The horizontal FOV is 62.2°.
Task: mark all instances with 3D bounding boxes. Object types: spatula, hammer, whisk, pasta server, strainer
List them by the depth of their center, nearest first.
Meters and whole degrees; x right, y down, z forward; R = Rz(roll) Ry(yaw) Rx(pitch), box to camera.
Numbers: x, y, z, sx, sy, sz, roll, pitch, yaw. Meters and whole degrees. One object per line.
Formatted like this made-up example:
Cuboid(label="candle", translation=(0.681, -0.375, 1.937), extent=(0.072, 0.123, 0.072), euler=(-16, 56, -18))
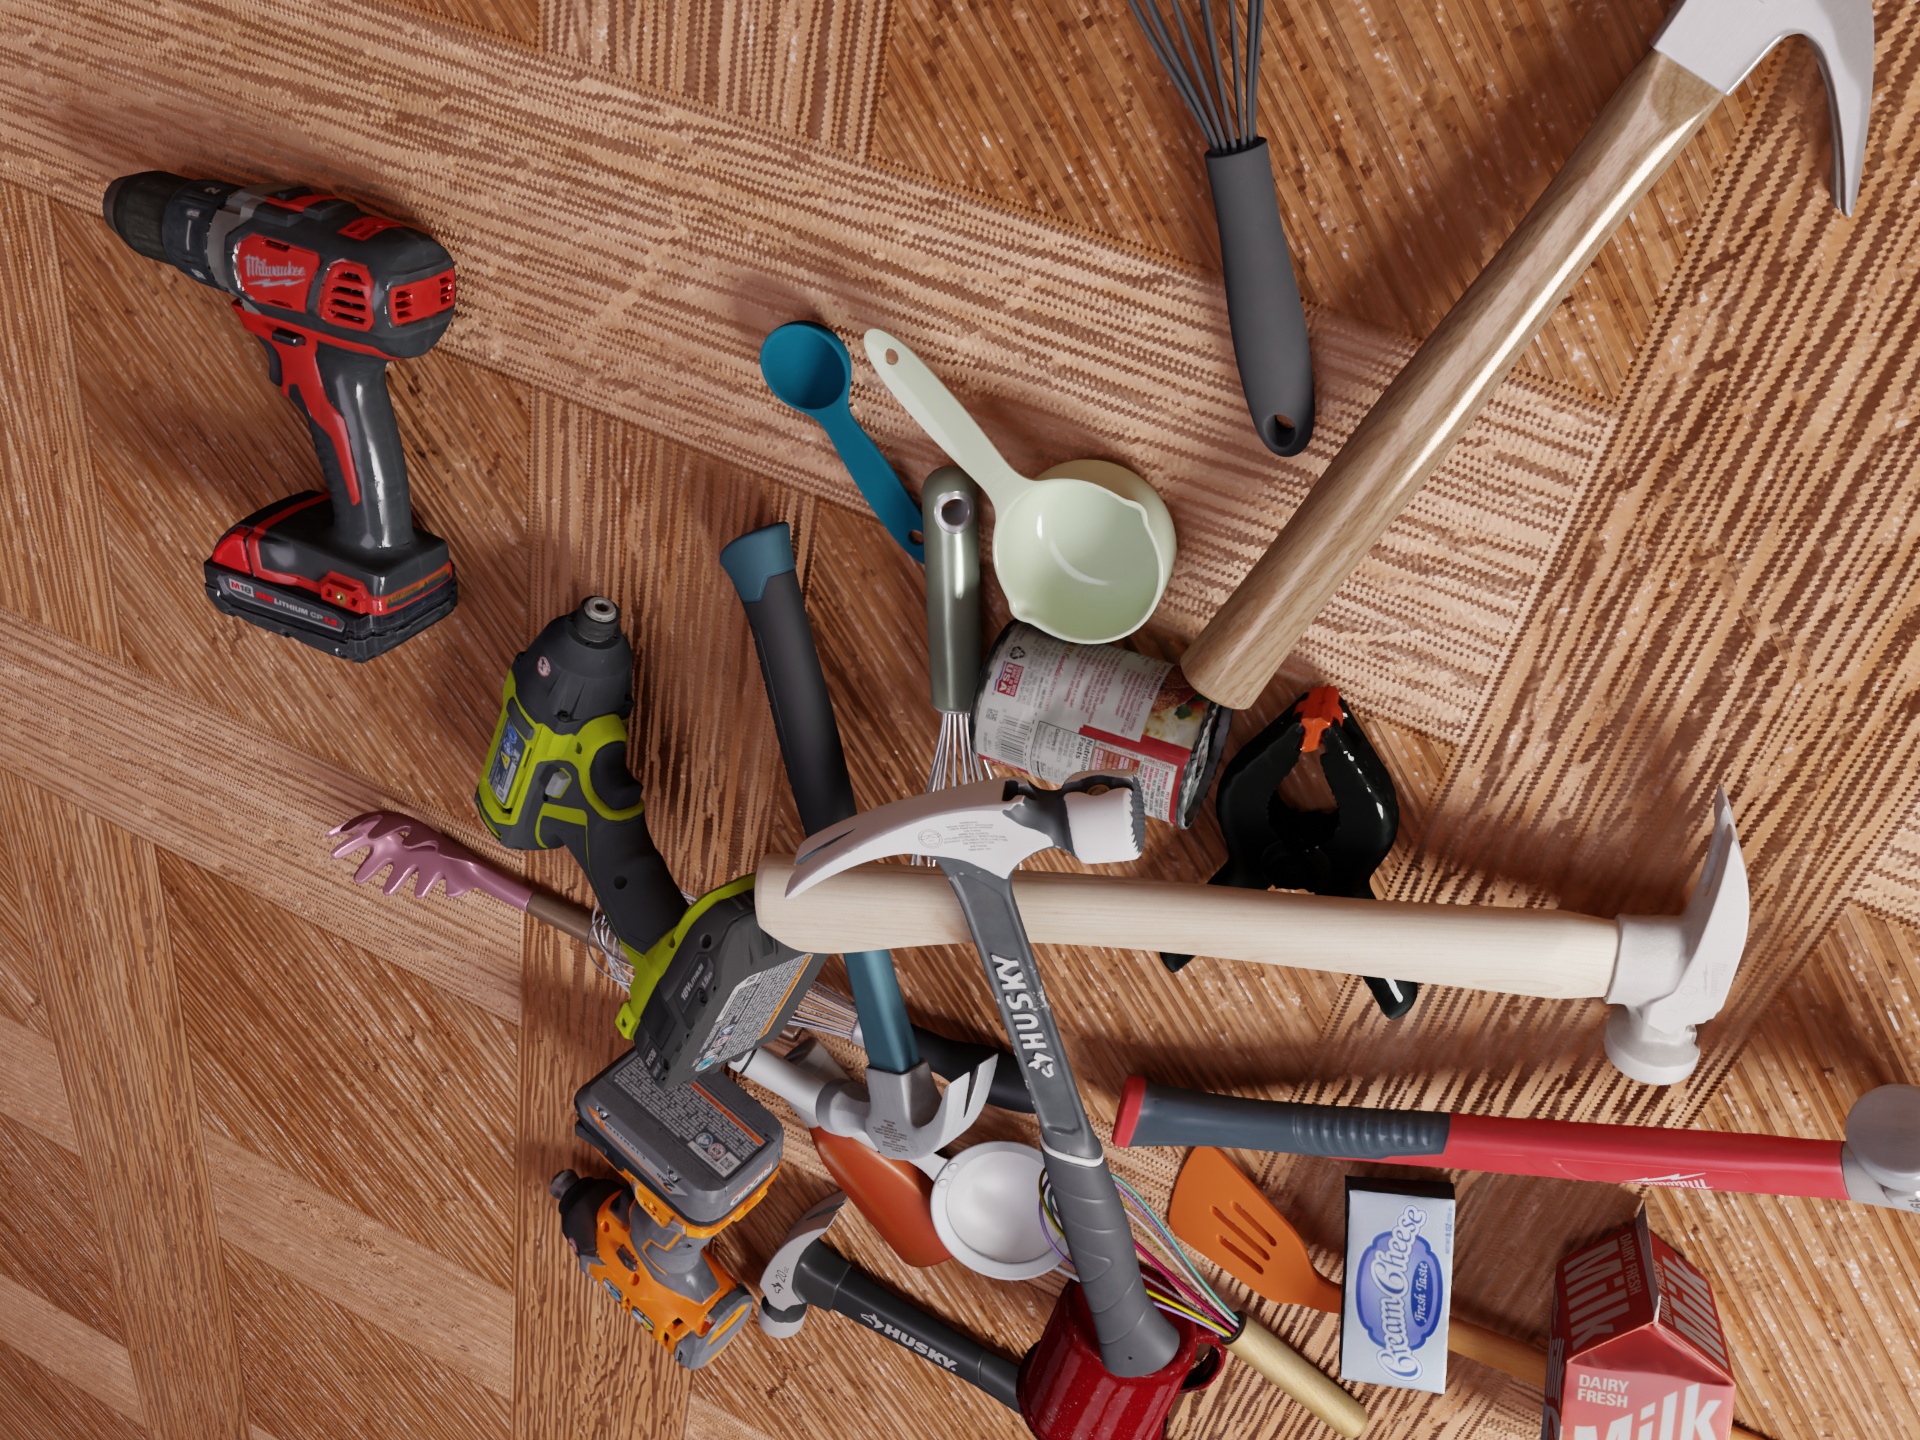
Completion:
Cuboid(label="hammer", translation=(0.182, -0.127, 0.570), extent=(0.130, 0.031, 0.331), euler=(34, 125, 2))
Cuboid(label="whisk", translation=(0.096, -0.204, 0.572), extent=(0.055, 0.055, 0.238), euler=(-1, 123, 28))
Cuboid(label="hammer", translation=(0.110, 0.080, 0.680), extent=(0.410, 0.038, 0.146), euler=(3, 131, 11))
Cuboid(label="hammer", translation=(0.042, 0.186, 0.736), extent=(0.149, 0.036, 0.408), euler=(-6, 128, 15))
Cuboid(label="hammer", translation=(0.248, 0.202, 0.741), extent=(0.386, 0.038, 0.143), euler=(-6, 145, 37))
Cuboid(label="whisk", translation=(-0.001, -0.002, 0.753), extent=(0.058, 0.059, 0.246), euler=(-8, 118, -10))
Cuboid(label="hammer", translation=(-0.061, 0.066, 0.787), extent=(0.128, 0.033, 0.331), euler=(-1, 108, 48))
Cuboid(label="spatula", translation=(0.263, 0.313, 0.829), extent=(0.322, 0.041, 0.081), euler=(19, 127, 11))
Cuboid(label="whisk", translation=(0.136, 0.320, 0.879), extent=(0.245, 0.047, 0.051), euler=(40, 94, -12))
Cuboid(label="whisk", translation=(-0.080, 0.162, 0.891), extent=(0.284, 0.070, 0.070), euler=(20, 127, 10))
Cuboid(label="strainer", translation=(-0.031, 0.239, 0.899), extent=(0.258, 0.050, 0.087), euler=(31, 106, -5))
Cuboid(label="pasta server", translation=(-0.240, 0.127, 0.961), extent=(0.316, 0.040, 0.060), euler=(24, 140, 11))
Cuboid(label="hammer", translation=(0.028, 0.413, 1.005), extent=(0.335, 0.035, 0.146), euler=(25, 129, 11))

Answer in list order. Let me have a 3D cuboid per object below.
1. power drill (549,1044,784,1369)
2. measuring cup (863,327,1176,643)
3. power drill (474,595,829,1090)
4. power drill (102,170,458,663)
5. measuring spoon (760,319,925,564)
Cuboid(label="power drill", translation=(-0.199, 0.302, 1.019), extent=(0.164, 0.084, 0.226), euler=(35, 134, 20))
Cuboid(label="measuring cup", translation=(0.025, -0.107, 0.676), extent=(0.167, 0.038, 0.083), euler=(47, 129, -4))
Cuboid(label="power drill", translation=(-0.165, 0.059, 0.817), extent=(0.223, 0.080, 0.171), euler=(51, 134, 22))
Cuboid(label="power drill", translation=(-0.344, -0.161, 0.810), extent=(0.188, 0.080, 0.226), euler=(19, 124, 15))
Cuboid(label="measuring spoon", translation=(-0.043, -0.126, 0.716), extent=(0.042, 0.021, 0.128), euler=(-16, 120, 33))
